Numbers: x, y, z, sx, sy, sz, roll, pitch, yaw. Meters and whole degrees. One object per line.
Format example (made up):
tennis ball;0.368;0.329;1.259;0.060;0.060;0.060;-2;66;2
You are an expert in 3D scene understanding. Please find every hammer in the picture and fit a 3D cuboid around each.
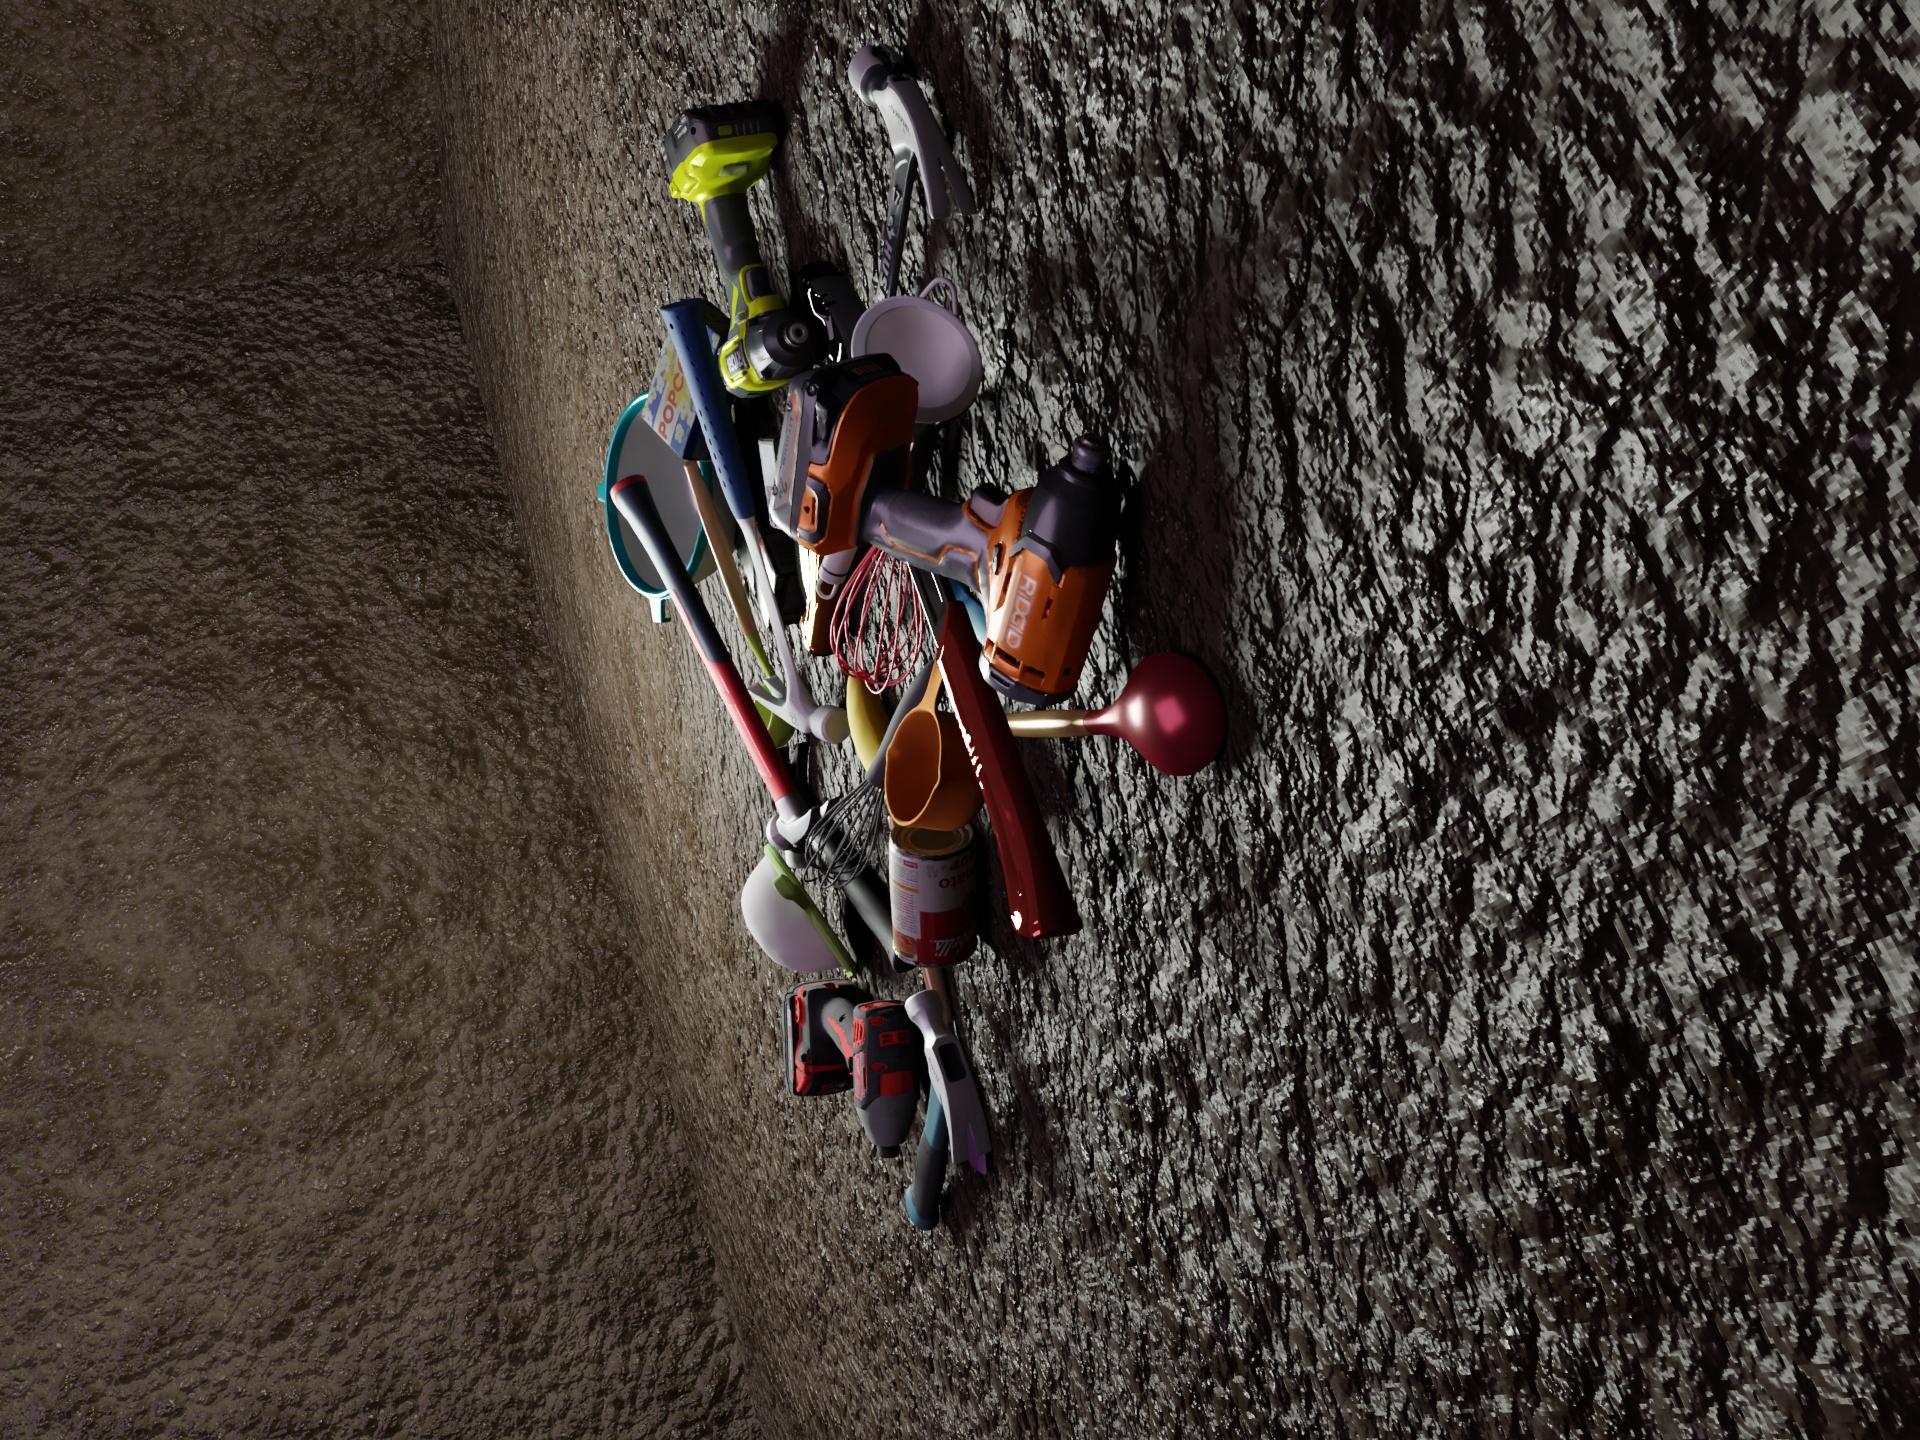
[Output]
hammer;-0.057;-0.261;1.153;0.408;0.036;0.149;103;147;-50
hammer;-0.194;-0.174;1.428;0.144;0.035;0.405;20;131;52
hammer;-0.096;-0.171;1.214;0.336;0.034;0.127;99;151;-47
hammer;-0.022;0.369;1.396;0.330;0.033;0.128;98;153;-52
hammer;0.010;-0.031;1.027;0.149;0.036;0.359;-40;60;42
hammer;-0.227;-0.064;1.501;0.386;0.038;0.143;63;154;5
hammer;-0.111;0.139;1.521;0.335;0.035;0.146;-138;39;-57

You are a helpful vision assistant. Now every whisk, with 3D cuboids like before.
whisk;-0.066;0.045;1.250;0.239;0.055;0.055;-60;42;30
whisk;-0.047;-0.137;1.170;0.073;0.073;0.295;59;147;40

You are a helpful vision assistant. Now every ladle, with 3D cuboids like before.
ladle;-0.225;-0.105;1.556;0.078;0.062;0.319;-118;10;-57
ladle;0.073;0.000;0.978;0.315;0.031;0.069;176;82;-71

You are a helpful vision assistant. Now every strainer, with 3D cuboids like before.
strainer;-0.173;0.189;1.526;0.151;0.069;0.256;54;173;12
strainer;-0.245;-0.270;1.588;0.340;0.095;0.211;-52;55;38
strainer;-0.050;-0.181;1.041;0.258;0.087;0.050;-63;0;35

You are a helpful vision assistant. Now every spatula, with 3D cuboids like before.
spatula;-0.019;0.233;1.360;0.060;0.018;0.316;169;88;-70

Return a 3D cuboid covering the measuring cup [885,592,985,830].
measuring cup;-0.002;-0.004;1.152;0.095;0.052;0.173;24;99;62

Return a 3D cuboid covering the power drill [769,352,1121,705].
power drill;-0.004;-0.131;0.939;0.227;0.084;0.164;36;131;26

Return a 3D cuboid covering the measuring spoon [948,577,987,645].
measuring spoon;0.003;-0.074;1.104;0.129;0.021;0.042;50;121;45

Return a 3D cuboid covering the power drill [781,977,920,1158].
power drill;-0.101;0.330;1.537;0.220;0.078;0.143;-179;86;-65

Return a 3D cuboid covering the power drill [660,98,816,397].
power drill;-0.178;-0.394;1.338;0.171;0.080;0.223;-173;68;-68
